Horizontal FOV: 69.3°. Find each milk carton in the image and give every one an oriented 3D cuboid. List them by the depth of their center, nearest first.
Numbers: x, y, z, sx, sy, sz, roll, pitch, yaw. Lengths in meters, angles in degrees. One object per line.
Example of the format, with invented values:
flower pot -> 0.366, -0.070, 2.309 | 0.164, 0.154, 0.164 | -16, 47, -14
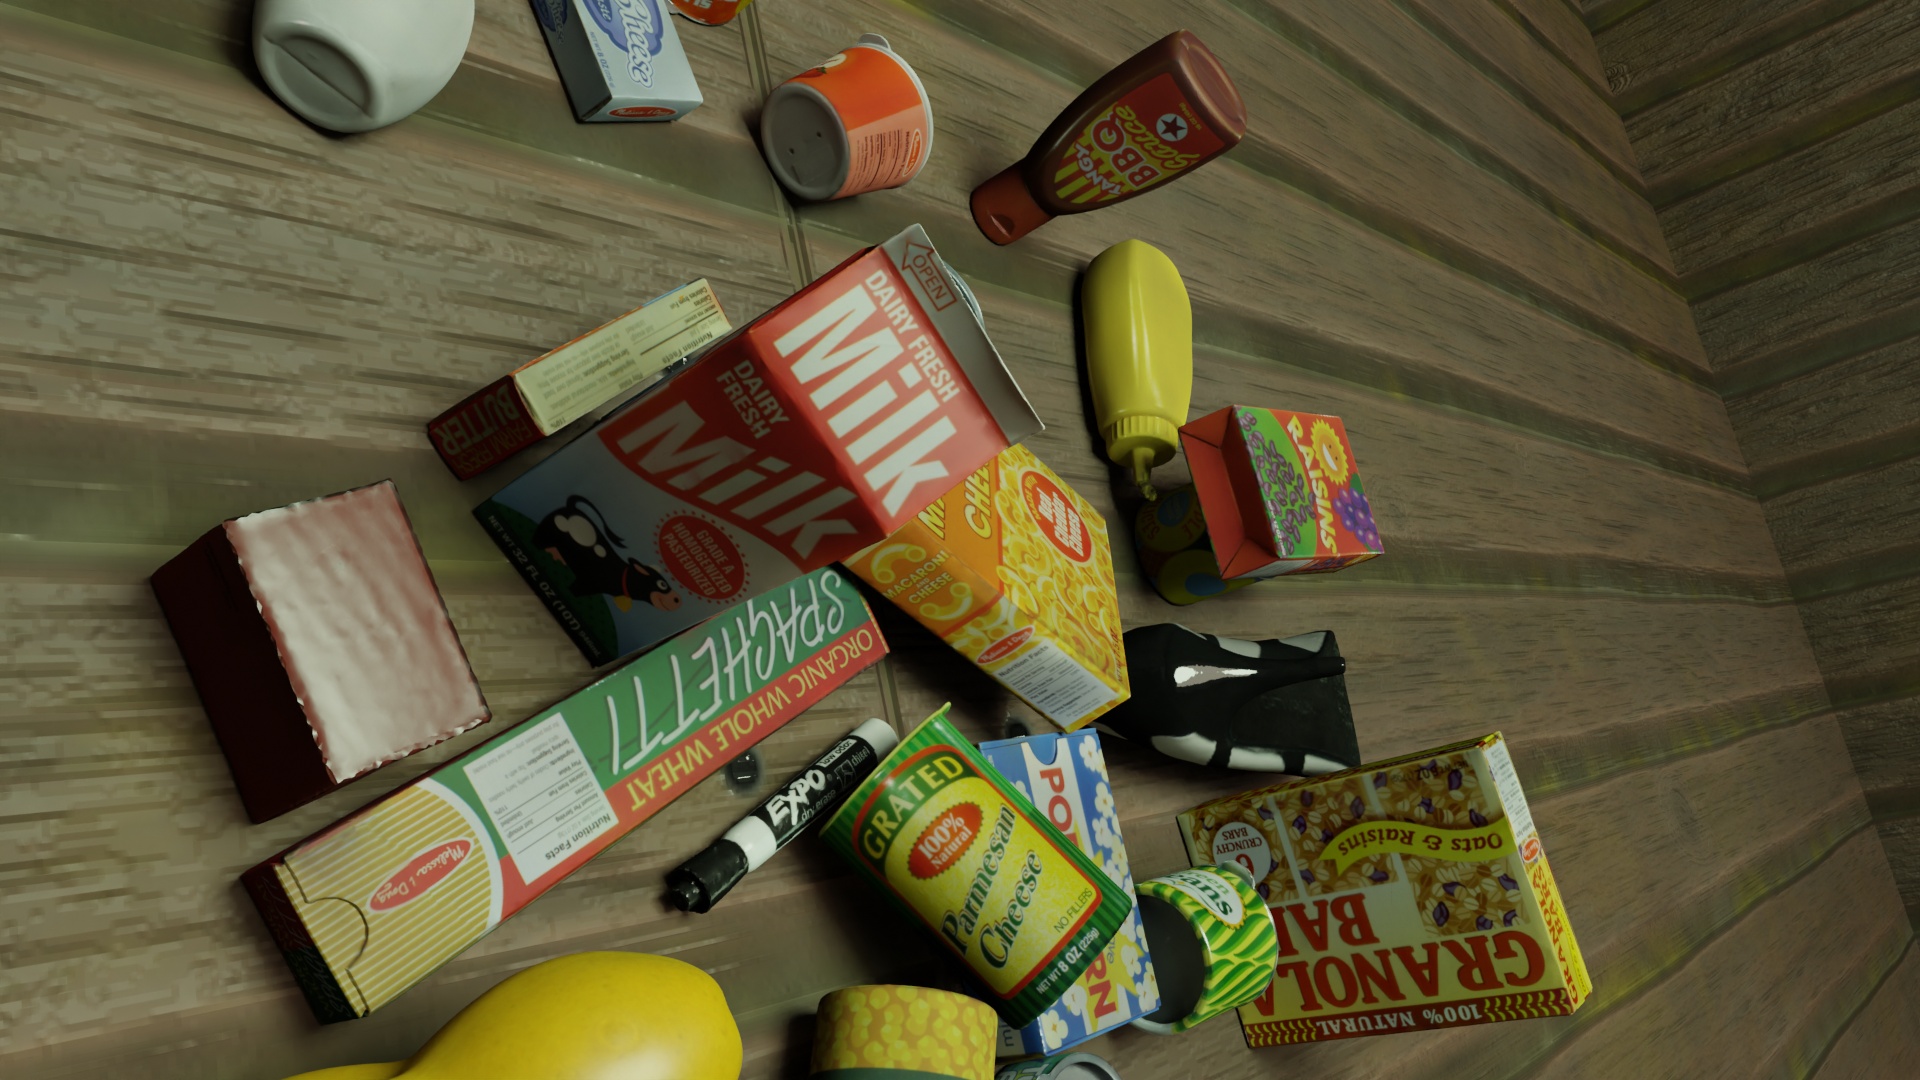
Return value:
milk carton -> -0.063, -0.030, 0.447 | 0.072, 0.190, 0.074 | 57, 39, -14

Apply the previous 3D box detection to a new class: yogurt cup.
yogurt cup -> -0.055, -0.190, 0.641 | 0.054, 0.072, 0.072 | -36, 101, -43

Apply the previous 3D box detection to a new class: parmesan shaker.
parmesan shaker -> 0.008, 0.121, 0.523 | 0.103, 0.071, 0.071 | 43, 38, 8

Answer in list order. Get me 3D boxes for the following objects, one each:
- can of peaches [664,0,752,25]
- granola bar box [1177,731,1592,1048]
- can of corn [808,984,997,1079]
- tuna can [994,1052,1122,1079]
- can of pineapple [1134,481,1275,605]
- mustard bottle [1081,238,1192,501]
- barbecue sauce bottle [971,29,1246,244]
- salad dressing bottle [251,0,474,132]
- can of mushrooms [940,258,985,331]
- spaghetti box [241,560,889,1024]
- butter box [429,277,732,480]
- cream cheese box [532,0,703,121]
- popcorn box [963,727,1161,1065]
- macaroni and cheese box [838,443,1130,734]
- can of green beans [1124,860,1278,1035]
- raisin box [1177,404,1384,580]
can of peaches -> -0.107, -0.275, 0.624 | 0.071, 0.058, 0.071 | 26, 53, -41
granola bar box -> 0.201, 0.174, 0.678 | 0.039, 0.165, 0.124 | -6, 77, -52
can of corn -> -0.022, 0.192, 0.484 | 0.071, 0.071, 0.058 | 32, 49, -37
tuna can -> 0.039, 0.241, 0.559 | 0.071, 0.032, 0.071 | 25, 54, -41
can of pineapple -> 0.138, -0.003, 0.778 | 0.071, 0.057, 0.071 | 26, 53, -40
mustard bottle -> 0.100, -0.093, 0.786 | 0.065, 0.048, 0.161 | 28, 53, -39
barbecue sauce bottle -> 0.071, -0.202, 0.725 | 0.064, 0.148, 0.044 | 43, 45, -28
salad dressing bottle -> -0.197, -0.208, 0.498 | 0.064, 0.044, 0.148 | 38, 46, -30
can of mushrooms -> -0.020, -0.099, 0.659 | 0.071, 0.033, 0.071 | 26, 53, -40
spaghetti box -> -0.112, 0.068, 0.470 | 0.251, 0.028, 0.050 | -32, 97, -52
butter box -> -0.132, -0.059, 0.491 | 0.024, 0.053, 0.104 | 61, 39, -13
cream cheese box -> -0.150, -0.225, 0.576 | 0.053, 0.024, 0.104 | -21, 88, -53
popcorn box -> 0.035, 0.149, 0.597 | 0.085, 0.038, 0.127 | 3, 70, -48
macaroni and cheese box -> 0.002, -0.008, 0.608 | 0.166, 0.040, 0.124 | 39, 29, -28
can of green beans -> 0.102, 0.186, 0.634 | 0.058, 0.071, 0.071 | 3, 70, -49
raisin box -> 0.176, -0.025, 0.753 | 0.123, 0.040, 0.086 | -1, 72, -49
